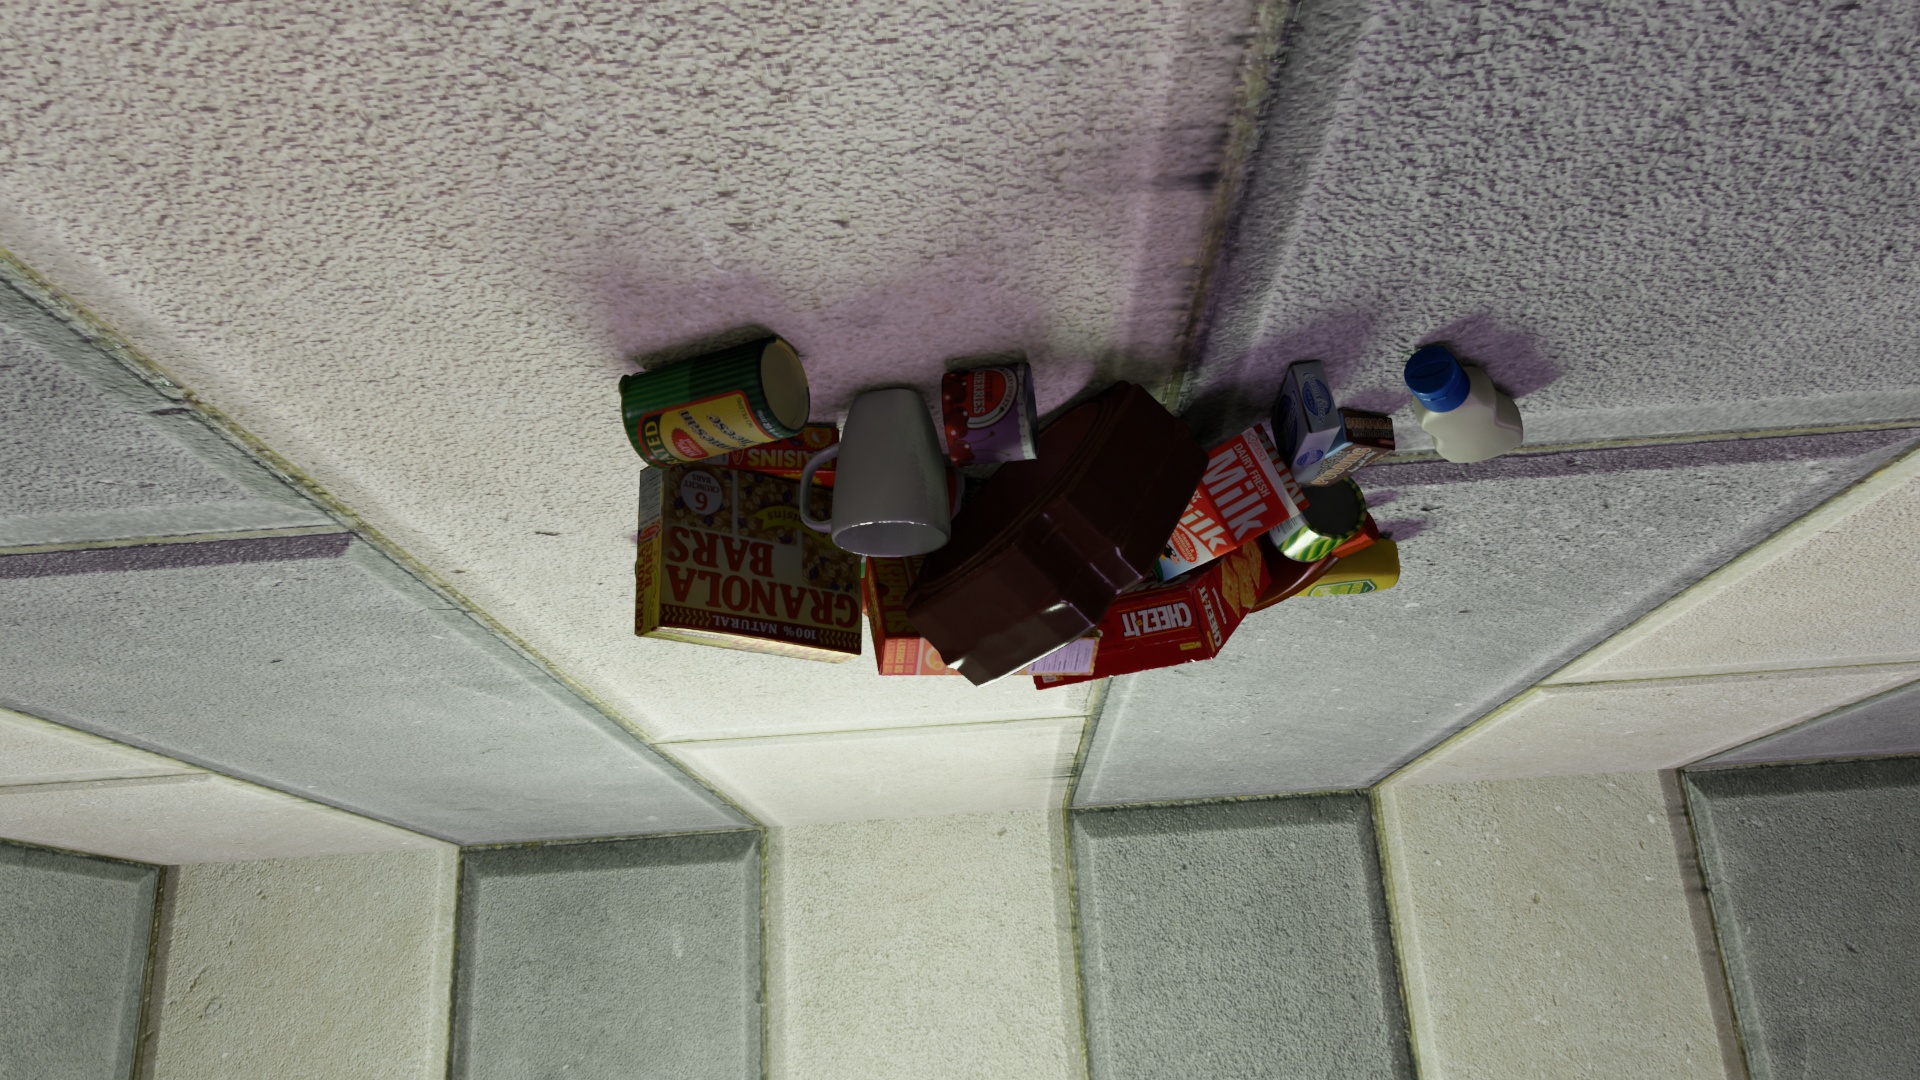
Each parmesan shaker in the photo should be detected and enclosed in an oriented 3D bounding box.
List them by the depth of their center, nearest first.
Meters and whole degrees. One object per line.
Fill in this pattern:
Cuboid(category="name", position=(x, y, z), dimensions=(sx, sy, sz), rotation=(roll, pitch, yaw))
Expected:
Cuboid(category="parmesan shaker", position=(-0.158, -0.090, 0.896), dimensions=(0.103, 0.071, 0.071), rotation=(-12, 159, 22))

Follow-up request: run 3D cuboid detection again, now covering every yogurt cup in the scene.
Cuboid(category="yogurt cup", position=(-0.036, -0.031, 1.095), dimensions=(0.054, 0.072, 0.072), rotation=(13, 156, -20))

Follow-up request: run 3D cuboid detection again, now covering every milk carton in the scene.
Cuboid(category="milk carton", position=(0.195, -0.030, 1.053), dimensions=(0.074, 0.072, 0.190), rotation=(-29, 177, -18))

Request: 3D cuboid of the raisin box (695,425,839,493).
Cuboid(category="raisin box", position=(-0.156, -0.055, 1.040), dimensions=(0.123, 0.040, 0.085), rotation=(2, 159, -11))

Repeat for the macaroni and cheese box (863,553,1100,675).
Cuboid(category="macaroni and cheese box", position=(0.013, 0.055, 1.090), dimensions=(0.167, 0.124, 0.040), rotation=(1, 120, -11))

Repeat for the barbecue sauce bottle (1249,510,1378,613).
Cuboid(category="barbecue sauce bottle", position=(0.316, 0.014, 1.298), dimensions=(0.148, 0.065, 0.044), rotation=(-29, 160, 35))

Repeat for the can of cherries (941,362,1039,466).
Cuboid(category="can of cherries", position=(0.020, -0.086, 0.939), dimensions=(0.058, 0.071, 0.071), rotation=(-5, 161, 9))

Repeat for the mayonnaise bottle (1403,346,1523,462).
Cuboid(category="mayonnaise bottle", position=(0.361, -0.098, 1.006), dimensions=(0.064, 0.041, 0.148), rotation=(-17, 156, 29))

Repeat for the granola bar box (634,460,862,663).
Cuboid(category="granola bar box", position=(-0.147, 0.016, 0.992), dimensions=(0.166, 0.124, 0.039), rotation=(12, 157, -37))

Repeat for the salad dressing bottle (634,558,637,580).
Cuboid(category="salad dressing bottle", position=(-0.217, 0.019, 1.236), dimensions=(0.147, 0.044, 0.064), rotation=(-9, 159, 17))

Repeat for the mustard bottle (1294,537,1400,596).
Cuboid(category="mustard bottle", position=(0.345, 0.030, 1.362), dimensions=(0.160, 0.049, 0.065), rotation=(-6, 159, 6))

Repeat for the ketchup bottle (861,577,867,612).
Cuboid(category="ketchup bottle", position=(-0.057, 0.018, 1.218), dimensions=(0.149, 0.064, 0.043), rotation=(-21, -174, 6))

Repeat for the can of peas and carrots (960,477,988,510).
Cuboid(category="can of peas and carrots", position=(0.004, -0.014, 1.155), dimensions=(0.071, 0.059, 0.070), rotation=(-4, 161, -1))

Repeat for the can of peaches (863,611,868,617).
Cuboid(category="can of peaches", position=(-0.065, 0.037, 1.284), dimensions=(0.071, 0.071, 0.058), rotation=(4, 160, -22))

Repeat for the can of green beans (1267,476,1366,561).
Cuboid(category="can of green beans", position=(0.301, -0.022, 1.176), dimensions=(0.071, 0.071, 0.057), rotation=(1, 160, -13))

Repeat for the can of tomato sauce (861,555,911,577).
Cuboid(category="can of tomato sauce", position=(-0.076, -0.002, 1.166), dimensions=(0.083, 0.071, 0.071), rotation=(-7, 160, 14))

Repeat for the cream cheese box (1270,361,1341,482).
Cuboid(category="cream cheese box", position=(0.248, -0.084, 1.005), dimensions=(0.024, 0.053, 0.103), rotation=(-11, 161, 0))

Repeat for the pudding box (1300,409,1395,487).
Cuboid(category="pudding box", position=(0.292, -0.071, 1.086), dimensions=(0.050, 0.030, 0.083), rotation=(7, 158, -24))
